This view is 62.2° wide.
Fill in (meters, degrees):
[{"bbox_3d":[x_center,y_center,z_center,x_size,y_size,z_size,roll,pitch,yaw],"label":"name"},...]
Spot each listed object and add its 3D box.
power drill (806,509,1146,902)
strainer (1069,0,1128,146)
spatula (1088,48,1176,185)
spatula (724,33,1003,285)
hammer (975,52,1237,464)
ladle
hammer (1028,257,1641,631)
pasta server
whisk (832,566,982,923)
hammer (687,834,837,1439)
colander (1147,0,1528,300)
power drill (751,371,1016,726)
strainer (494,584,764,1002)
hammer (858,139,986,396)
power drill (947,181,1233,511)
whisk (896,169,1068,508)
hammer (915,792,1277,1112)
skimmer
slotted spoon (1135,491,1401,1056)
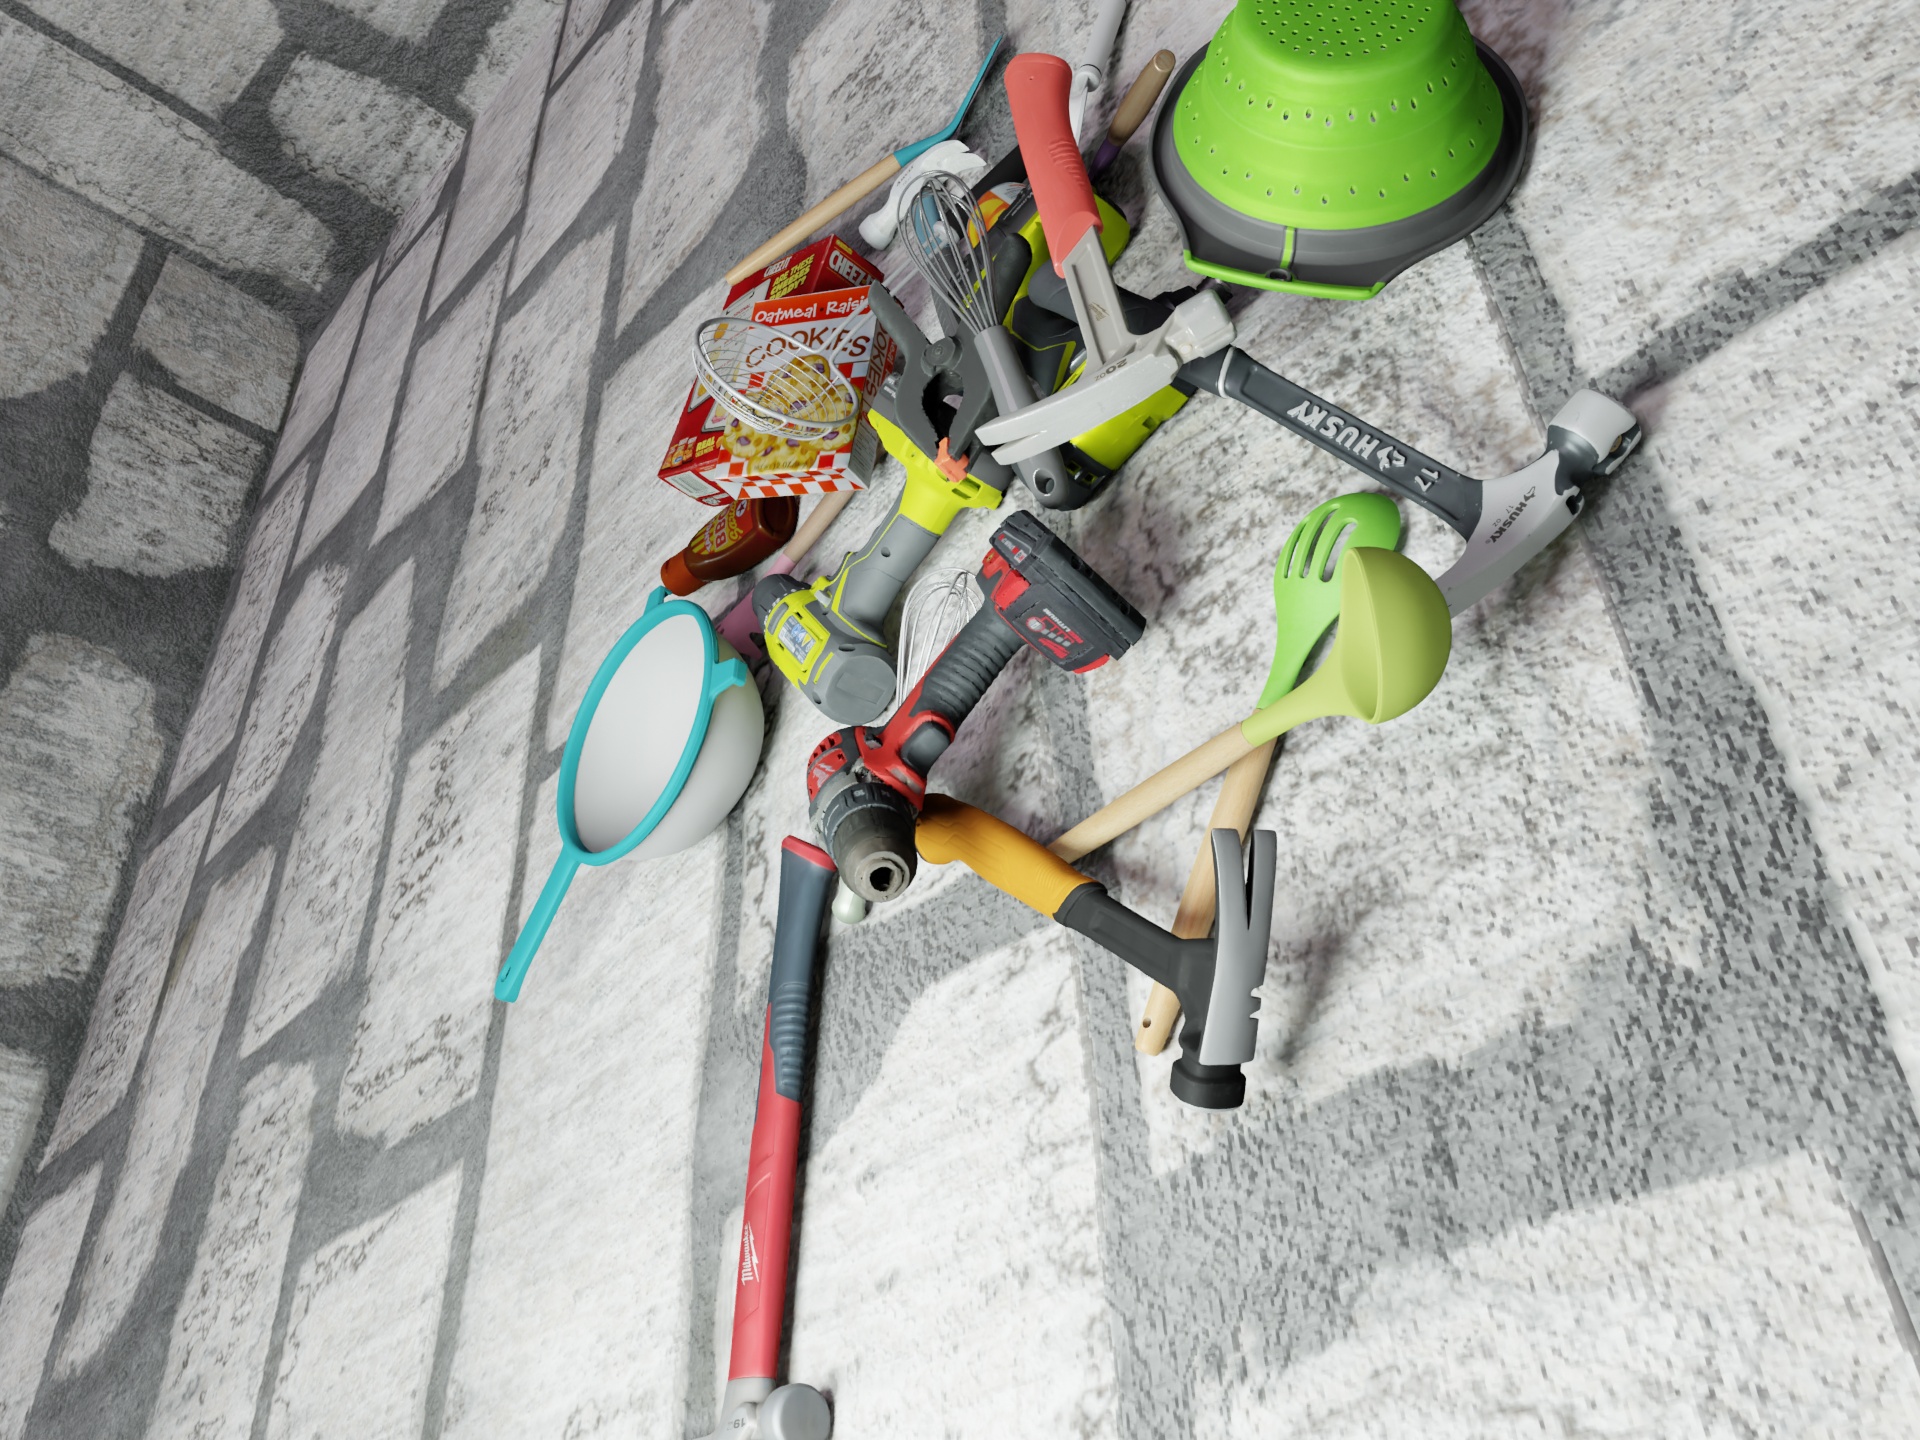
[{"bbox_3d":[-0.001,-0.003,0.911,0.226,0.080,0.188,-47,18,7],"label":"power drill"},{"bbox_3d":[0.093,-0.484,1.213,0.086,0.050,0.259,105,-178,-61],"label":"strainer"},{"bbox_3d":[0.108,-0.390,1.038,0.060,0.018,0.316,-59,6,6],"label":"spatula"},{"bbox_3d":[-0.083,-0.486,1.397,0.317,0.044,0.082,-33,16,9],"label":"spatula"},{"bbox_3d":[0.059,-0.305,0.975,0.149,0.036,0.359,-26,46,17],"label":"hammer"},{"bbox_3d":[0.117,0.015,0.782,0.320,0.062,0.078,-39,48,49],"label":"ladle"},{"bbox_3d":[0.156,-0.177,0.861,0.149,0.036,0.409,-49,44,4],"label":"hammer"},{"bbox_3d":[-0.114,-0.147,1.268,0.316,0.040,0.060,-52,35,7],"label":"pasta server"},{"bbox_3d":[-0.036,0.015,1.038,0.058,0.059,0.246,100,-172,-81],"label":"whisk"},{"bbox_3d":[-0.123,0.252,0.985,0.143,0.038,0.387,-30,45,40],"label":"hammer"},{"bbox_3d":[0.231,-0.409,0.881,0.204,0.094,0.397,15,63,18],"label":"colander"},{"bbox_3d":[-0.066,-0.128,1.147,0.228,0.080,0.191,-58,35,10],"label":"power drill"},{"bbox_3d":[-0.244,0.077,1.219,0.340,0.095,0.211,-62,35,7],"label":"strainer"},{"bbox_3d":[-0.014,-0.362,1.281,0.128,0.033,0.331,-43,39,27],"label":"hammer"},{"bbox_3d":[0.083,-0.264,1.053,0.171,0.080,0.223,-46,41,22],"label":"power drill"},{"bbox_3d":[0.016,-0.238,0.992,0.055,0.055,0.239,-30,74,37],"label":"whisk"},{"bbox_3d":[0.052,0.082,0.837,0.337,0.034,0.127,-157,72,-63],"label":"hammer"},{"bbox_3d":[-0.048,-0.340,1.176,0.363,0.127,0.090,-48,-10,-17],"label":"skimmer"},{"bbox_3d":[0.149,0.020,0.808,0.070,0.031,0.314,11,77,53],"label":"slotted spoon"}]
